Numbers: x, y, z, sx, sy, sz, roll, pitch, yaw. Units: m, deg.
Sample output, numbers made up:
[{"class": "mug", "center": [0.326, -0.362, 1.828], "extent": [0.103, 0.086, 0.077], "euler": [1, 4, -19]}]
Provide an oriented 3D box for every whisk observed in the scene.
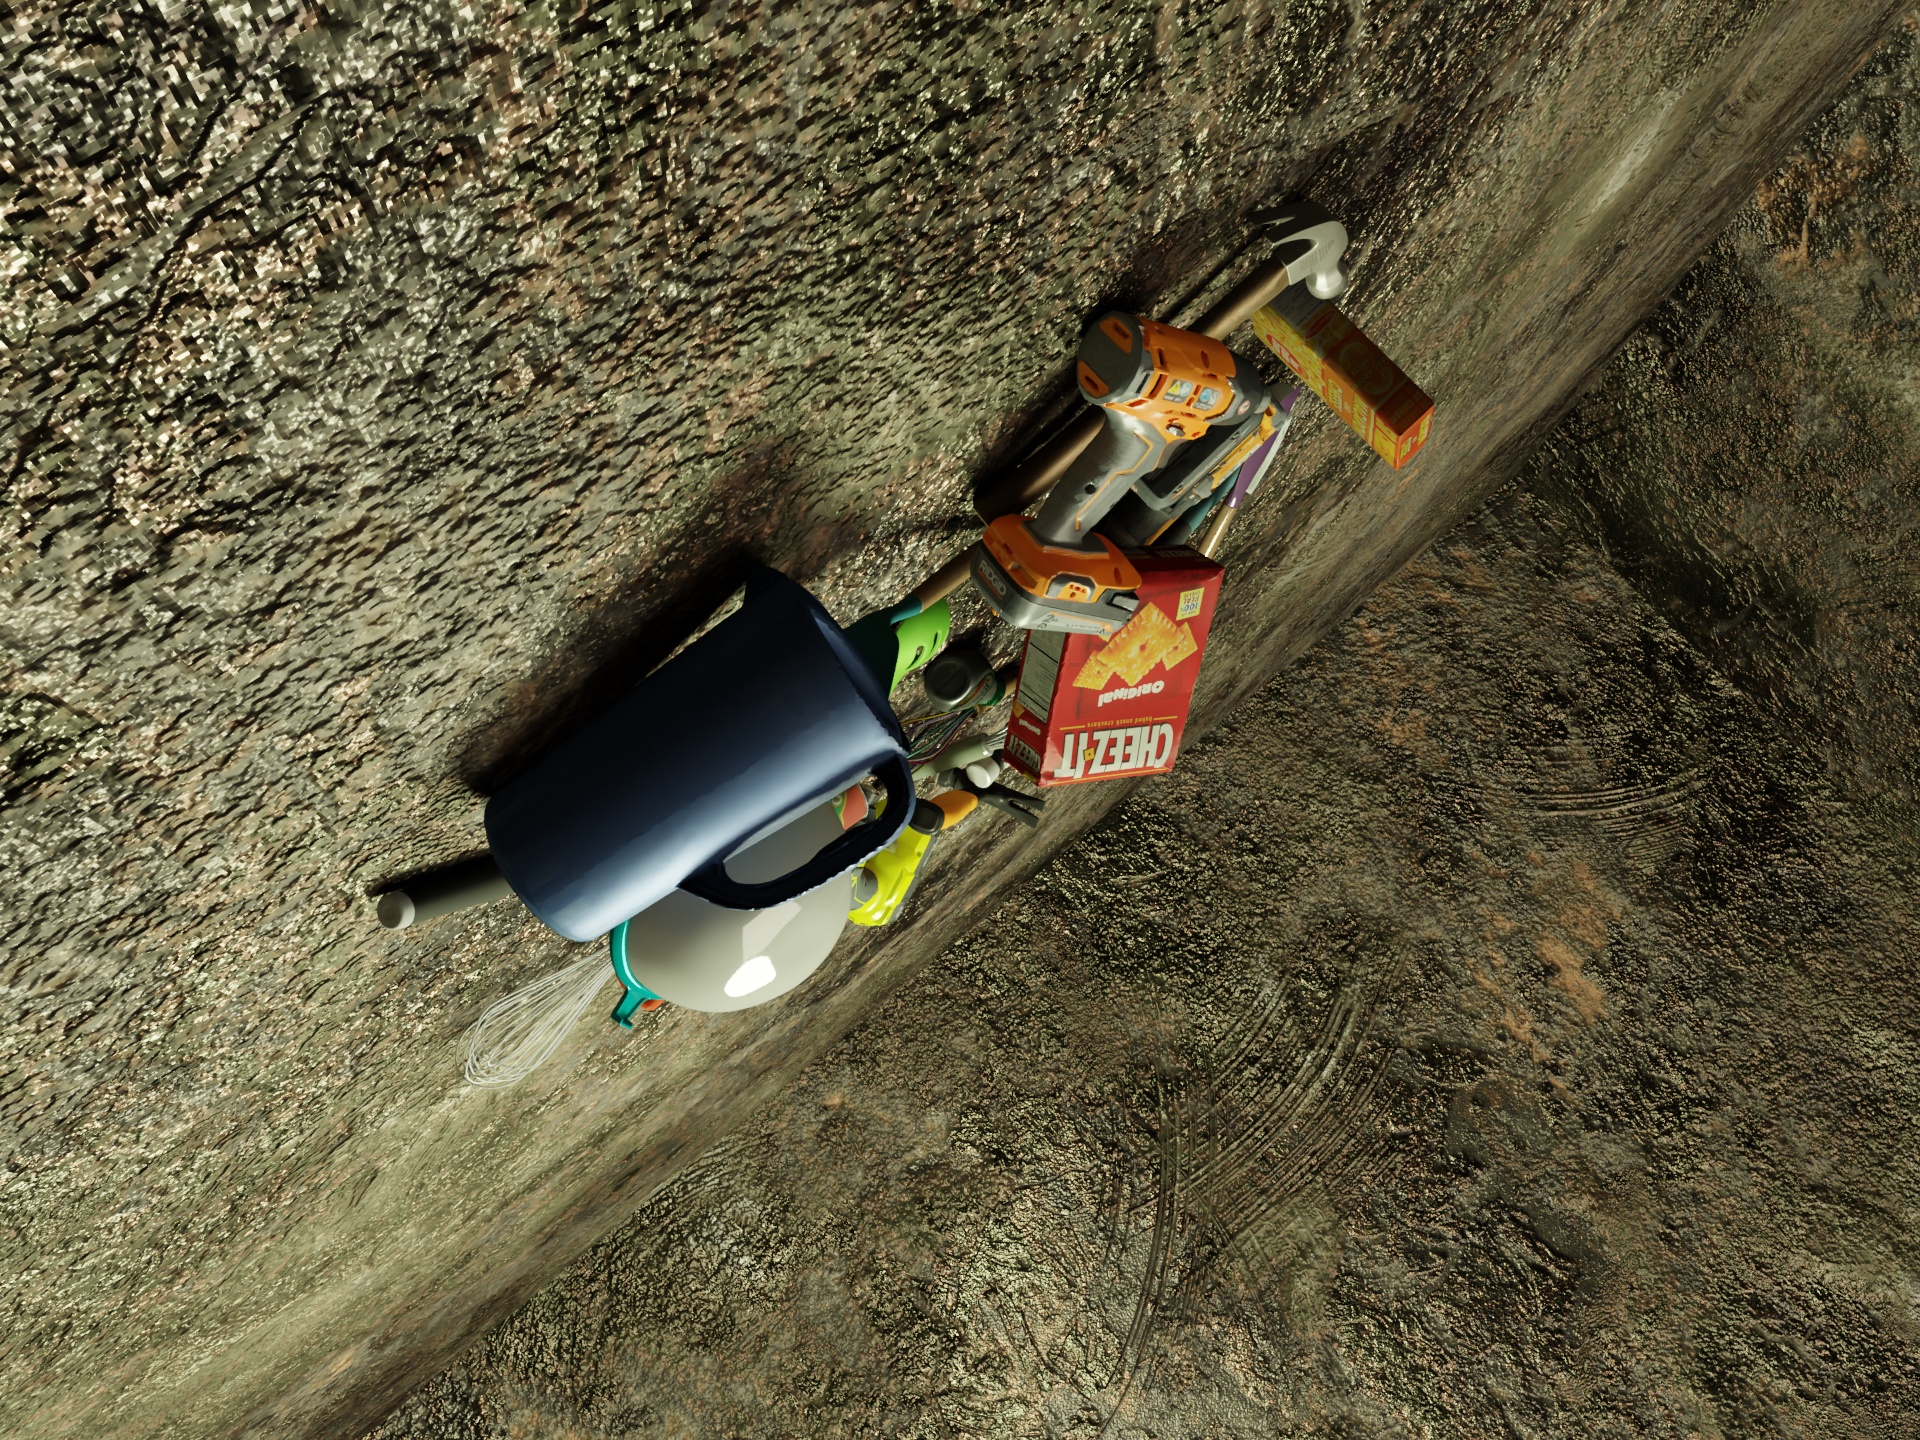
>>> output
[{"class": "whisk", "center": [-0.310, 0.210, 1.362], "extent": [0.284, 0.070, 0.070], "euler": [-41, 169, -30]}, {"class": "whisk", "center": [-0.003, -0.007, 1.588], "extent": [0.051, 0.047, 0.245], "euler": [-36, 179, 42]}, {"class": "whisk", "center": [0.034, 0.021, 1.598], "extent": [0.246, 0.058, 0.059], "euler": [-19, 159, 25]}]

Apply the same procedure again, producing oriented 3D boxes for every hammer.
[{"class": "hammer", "center": [0.005, 0.089, 1.650], "extent": [0.337, 0.127, 0.034], "euler": [-12, 125, -79]}, {"class": "hammer", "center": [0.143, -0.252, 1.152], "extent": [0.331, 0.031, 0.130], "euler": [-39, 157, 5]}, {"class": "hammer", "center": [0.096, -0.069, 1.606], "extent": [0.146, 0.035, 0.334], "euler": [-44, 165, -37]}, {"class": "hammer", "center": [0.206, -0.178, 1.530], "extent": [0.331, 0.033, 0.128], "euler": [-48, 166, -10]}]

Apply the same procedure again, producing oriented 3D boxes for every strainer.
[{"class": "strainer", "center": [-0.131, 0.087, 1.133], "extent": [0.211, 0.095, 0.340], "euler": [-23, 139, -45]}]

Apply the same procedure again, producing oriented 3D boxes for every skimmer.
[{"class": "skimmer", "center": [-0.248, 0.116, 1.117], "extent": [0.127, 0.090, 0.363], "euler": [-51, 165, 21]}]

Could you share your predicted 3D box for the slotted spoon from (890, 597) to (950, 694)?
[{"class": "slotted spoon", "center": [-0.077, -0.005, 1.386], "extent": [0.070, 0.031, 0.313], "euler": [-32, 166, -38]}]

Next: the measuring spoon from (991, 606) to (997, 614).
[{"class": "measuring spoon", "center": [0.062, -0.123, 1.455], "extent": [0.117, 0.011, 0.021], "euler": [-34, 166, -47]}]

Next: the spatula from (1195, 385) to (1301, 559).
[{"class": "spatula", "center": [0.249, -0.188, 1.527], "extent": [0.060, 0.018, 0.315], "euler": [-38, 160, -43]}]

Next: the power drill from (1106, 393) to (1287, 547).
[{"class": "power drill", "center": [0.181, -0.218, 1.327], "extent": [0.185, 0.084, 0.226], "euler": [-43, 172, 15]}]

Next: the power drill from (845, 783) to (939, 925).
[{"class": "power drill", "center": [-0.102, 0.140, 1.579], "extent": [0.171, 0.080, 0.223], "euler": [-62, 165, 6]}]

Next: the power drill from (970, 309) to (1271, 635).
[{"class": "power drill", "center": [0.119, -0.171, 1.125], "extent": [0.164, 0.084, 0.226], "euler": [2, 129, -40]}]

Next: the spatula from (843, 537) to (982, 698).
[{"class": "spatula", "center": [-0.022, -0.083, 1.146], "extent": [0.082, 0.044, 0.317], "euler": [1, -155, 29]}]

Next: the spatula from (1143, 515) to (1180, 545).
[{"class": "spatula", "center": [0.170, -0.126, 1.685], "extent": [0.041, 0.081, 0.322], "euler": [9, 133, -32]}]
